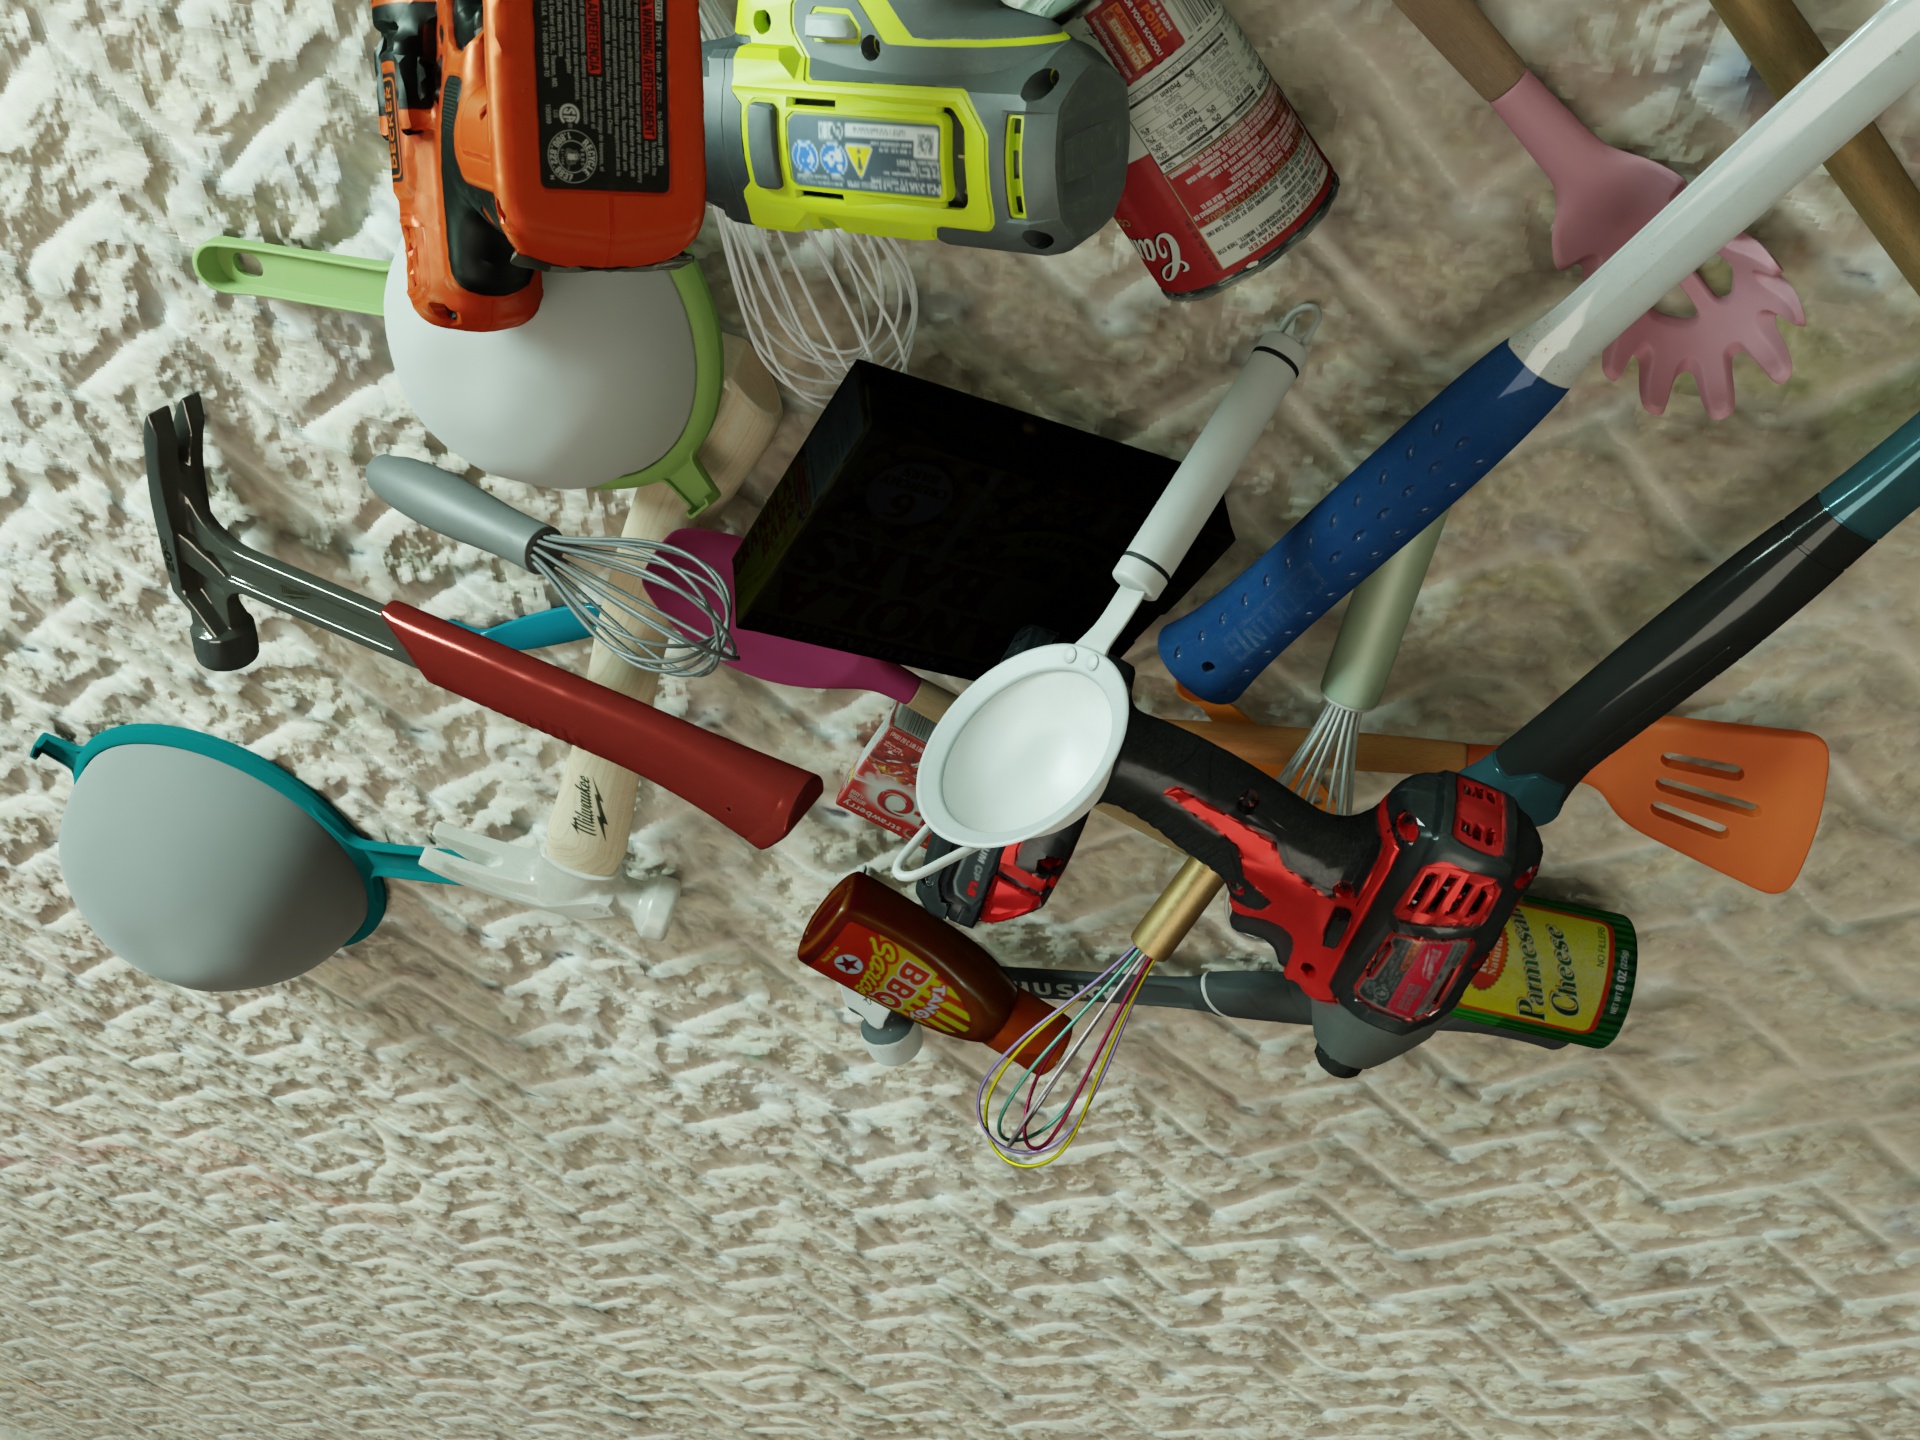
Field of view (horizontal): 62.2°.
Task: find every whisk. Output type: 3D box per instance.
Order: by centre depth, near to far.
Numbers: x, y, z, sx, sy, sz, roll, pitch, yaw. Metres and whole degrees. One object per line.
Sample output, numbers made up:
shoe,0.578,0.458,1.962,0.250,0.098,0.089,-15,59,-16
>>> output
whisk,-0.089,-0.232,0.548,0.070,0.070,0.284,-10,124,28
whisk,0.160,-0.003,0.662,0.059,0.058,0.246,-1,123,-21
whisk,-0.186,-0.075,0.697,0.239,0.055,0.055,25,143,29
whisk,0.085,0.133,0.797,0.051,0.047,0.245,21,113,-31

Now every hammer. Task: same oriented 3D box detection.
hammer,0.198,-0.118,0.510,0.144,0.035,0.405,33,138,-9
hammer,0.302,-0.062,0.560,0.128,0.033,0.331,23,133,-18
hammer,-0.230,-0.032,0.753,0.359,0.037,0.149,22,130,14
hammer,-0.176,-0.025,0.788,0.146,0.038,0.410,18,136,-9
hammer,0.120,0.144,0.864,0.409,0.036,0.149,0,132,19

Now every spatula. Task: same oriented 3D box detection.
spatula,0.197,0.020,0.698,0.322,0.041,0.081,4,123,12

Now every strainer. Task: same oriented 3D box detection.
strainer,0.062,-0.043,0.568,0.050,0.258,0.087,38,172,-40
strainer,-0.220,-0.158,0.634,0.256,0.069,0.151,14,130,18
strainer,-0.420,0.110,0.979,0.340,0.095,0.210,3,134,19

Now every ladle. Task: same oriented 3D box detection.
ladle,0.215,-0.215,0.452,0.320,0.062,0.078,39,132,-23

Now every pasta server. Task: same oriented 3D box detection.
pasta server,0.151,-0.213,0.490,0.316,0.040,0.060,39,133,-18

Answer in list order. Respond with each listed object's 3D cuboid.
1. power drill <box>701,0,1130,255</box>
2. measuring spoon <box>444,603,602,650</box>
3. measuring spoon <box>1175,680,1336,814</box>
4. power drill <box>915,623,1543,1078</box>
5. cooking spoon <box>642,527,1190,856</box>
power drill,-0.039,-0.251,0.444,0.171,0.080,0.223,15,126,27
measuring spoon,-0.230,-0.038,0.814,0.128,0.021,0.042,-10,129,28
measuring spoon,0.140,0.011,0.742,0.021,0.011,0.116,-28,123,36
power drill,0.102,0.060,0.641,0.219,0.079,0.143,21,125,7
cooking spoon,-0.001,-0.002,0.746,0.318,0.017,0.068,29,127,-19
